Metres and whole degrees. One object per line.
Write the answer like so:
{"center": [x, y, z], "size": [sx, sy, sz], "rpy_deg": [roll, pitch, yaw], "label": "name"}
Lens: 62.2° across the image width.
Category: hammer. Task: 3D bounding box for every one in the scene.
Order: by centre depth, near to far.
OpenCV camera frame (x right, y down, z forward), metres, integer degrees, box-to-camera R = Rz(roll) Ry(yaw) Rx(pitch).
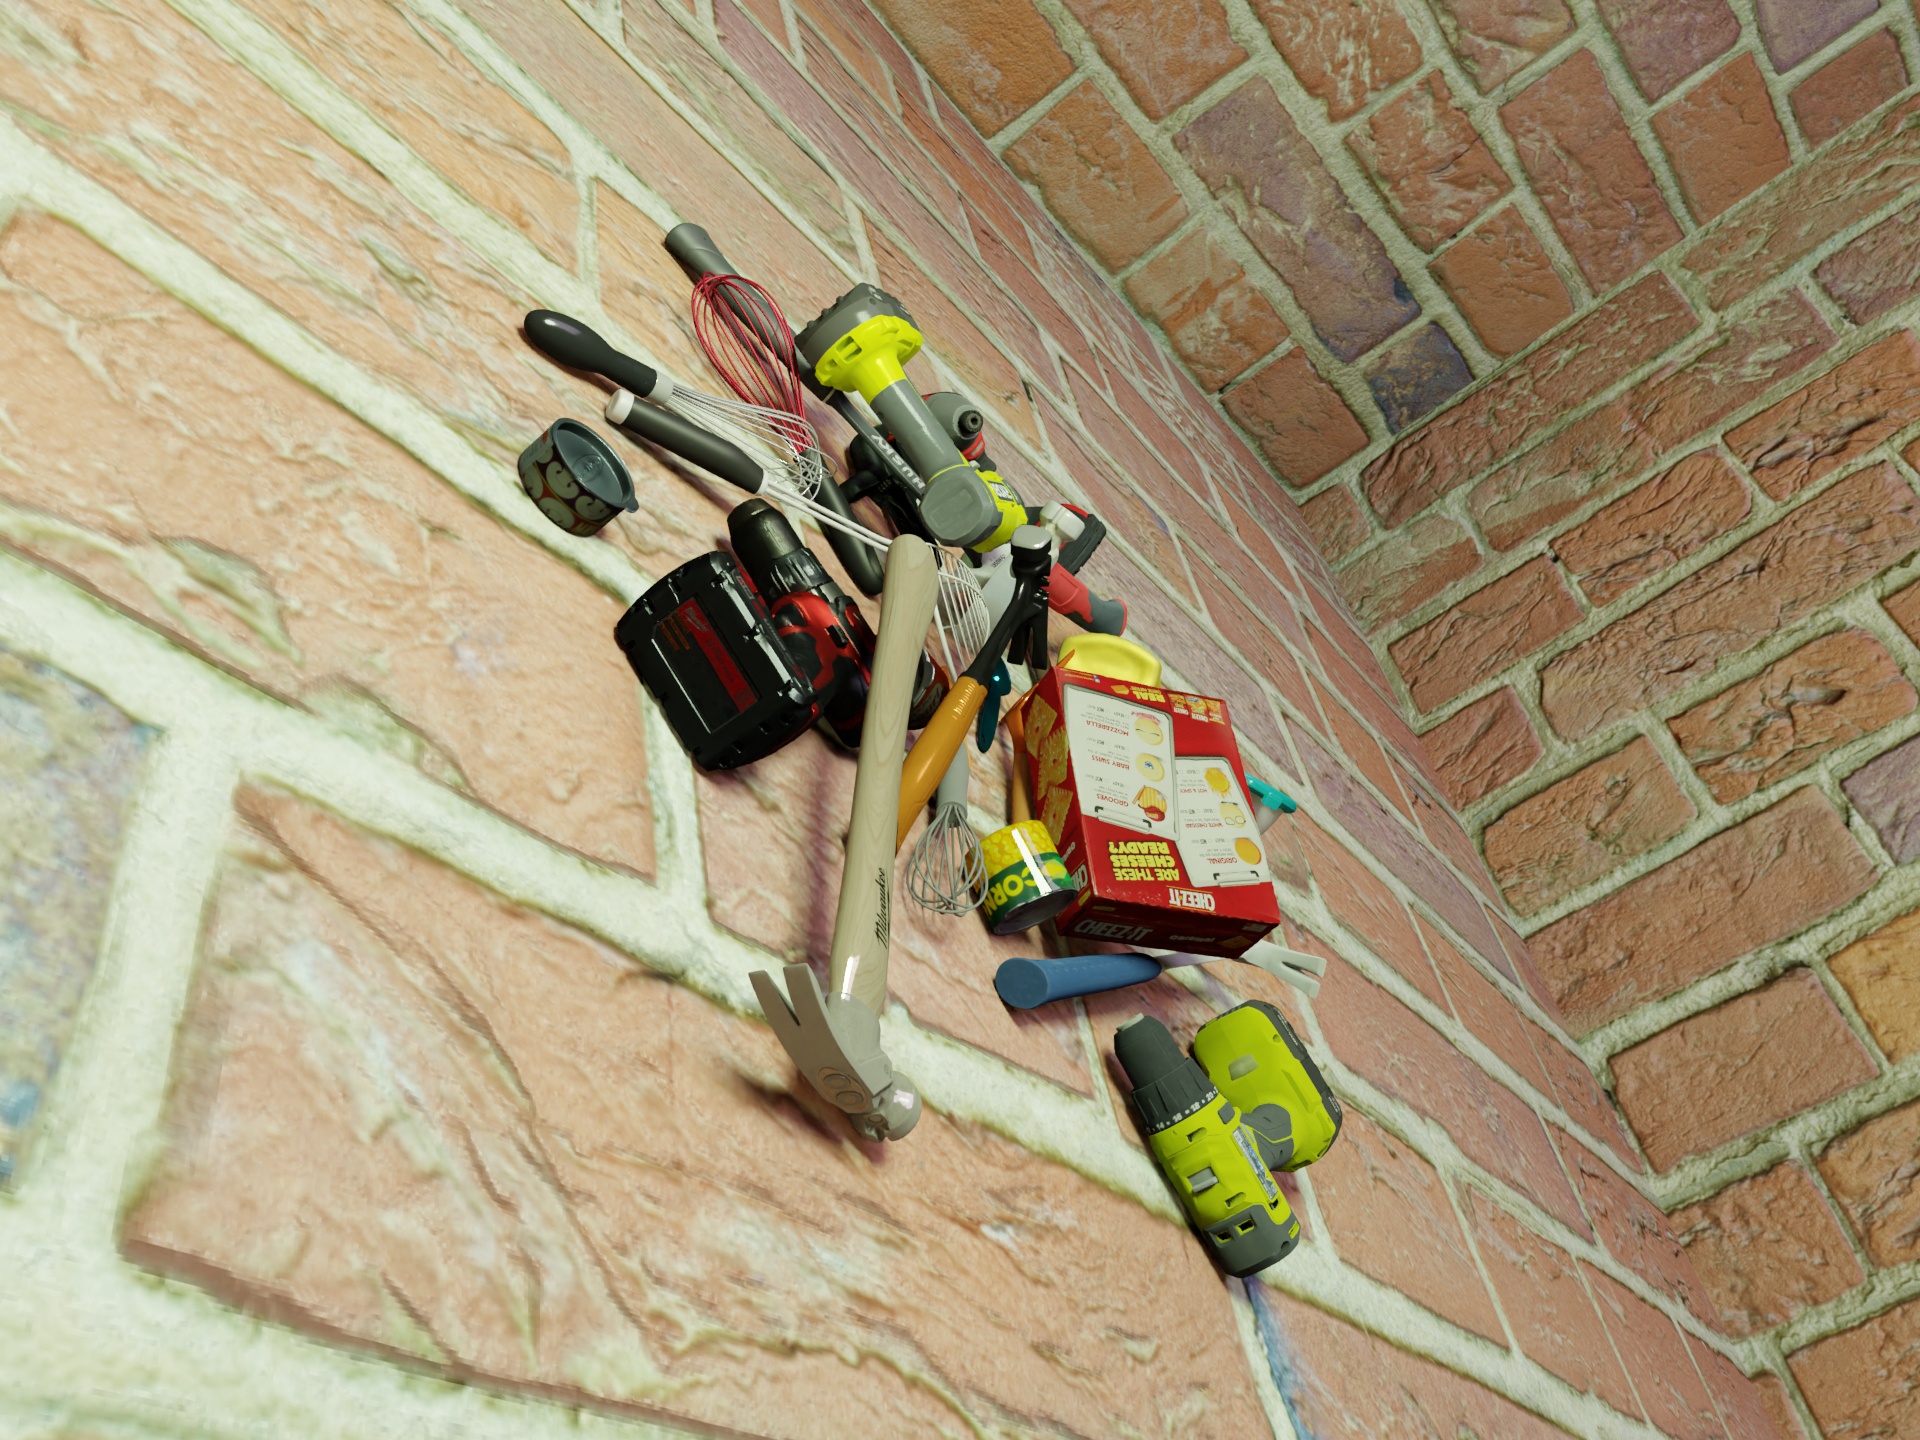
{"center": [-0.051, 0.028, 0.932], "size": [0.411, 0.038, 0.146], "rpy_deg": [-85, 157, -43], "label": "hammer"}
{"center": [0.001, -0.007, 1.140], "size": [0.337, 0.034, 0.127], "rpy_deg": [-58, 156, -48], "label": "hammer"}
{"center": [0.155, 0.190, 1.236], "size": [0.144, 0.035, 0.405], "rpy_deg": [17, 6, 32], "label": "hammer"}
{"center": [-0.103, -0.267, 1.363], "size": [0.409, 0.036, 0.149], "rpy_deg": [47, 30, -3], "label": "hammer"}
{"center": [0.094, -0.102, 1.492], "size": [0.038, 0.143, 0.386], "rpy_deg": [39, 6, 15], "label": "hammer"}

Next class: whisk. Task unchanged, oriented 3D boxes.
{"center": [-0.009, 0.066, 1.127], "size": [0.055, 0.055, 0.239], "rpy_deg": [48, 17, -20], "label": "whisk"}
{"center": [-0.194, -0.226, 1.142], "size": [0.284, 0.070, 0.070], "rpy_deg": [23, 38, -48], "label": "whisk"}
{"center": [-0.134, -0.234, 1.287], "size": [0.296, 0.073, 0.073], "rpy_deg": [62, 21, 0], "label": "whisk"}

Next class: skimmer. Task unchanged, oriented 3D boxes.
{"center": [-0.115, -0.129, 1.186], "size": [0.363, 0.090, 0.127], "rpy_deg": [25, 32, -32], "label": "skimmer"}

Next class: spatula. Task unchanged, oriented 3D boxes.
{"center": [0.058, 0.051, 1.287], "size": [0.041, 0.081, 0.323], "rpy_deg": [32, 34, -23], "label": "spatula"}

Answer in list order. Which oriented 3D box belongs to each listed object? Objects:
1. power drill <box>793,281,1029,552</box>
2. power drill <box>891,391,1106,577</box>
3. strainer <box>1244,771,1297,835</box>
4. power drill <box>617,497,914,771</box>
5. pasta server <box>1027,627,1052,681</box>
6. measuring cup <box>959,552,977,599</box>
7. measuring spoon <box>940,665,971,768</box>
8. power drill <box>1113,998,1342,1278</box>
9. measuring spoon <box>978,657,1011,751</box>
{"center": [-0.029, -0.238, 1.305], "size": [0.223, 0.080, 0.171], "rpy_deg": [56, 16, 5], "label": "power drill"}
{"center": [0.032, -0.228, 1.534], "size": [0.219, 0.078, 0.143], "rpy_deg": [44, -15, -24], "label": "power drill"}
{"center": [0.207, 0.075, 1.512], "size": [0.211, 0.095, 0.340], "rpy_deg": [28, -1, 16], "label": "strainer"}
{"center": [-0.125, -0.062, 1.020], "size": [0.188, 0.080, 0.226], "rpy_deg": [58, 18, 5], "label": "power drill"}
{"center": [0.075, -0.031, 1.483], "size": [0.060, 0.040, 0.317], "rpy_deg": [42, 21, -32], "label": "pasta server"}
{"center": [0.021, -0.118, 1.477], "size": [0.083, 0.038, 0.168], "rpy_deg": [52, 23, -10], "label": "measuring cup"}
{"center": [-0.002, -0.004, 1.287], "size": [0.021, 0.011, 0.117], "rpy_deg": [39, 26, -38], "label": "measuring spoon"}
{"center": [0.203, 0.292, 1.207], "size": [0.191, 0.080, 0.228], "rpy_deg": [60, 24, 9], "label": "power drill"}
{"center": [0.020, -0.013, 1.352], "size": [0.042, 0.021, 0.129], "rpy_deg": [56, 27, -28], "label": "measuring spoon"}
